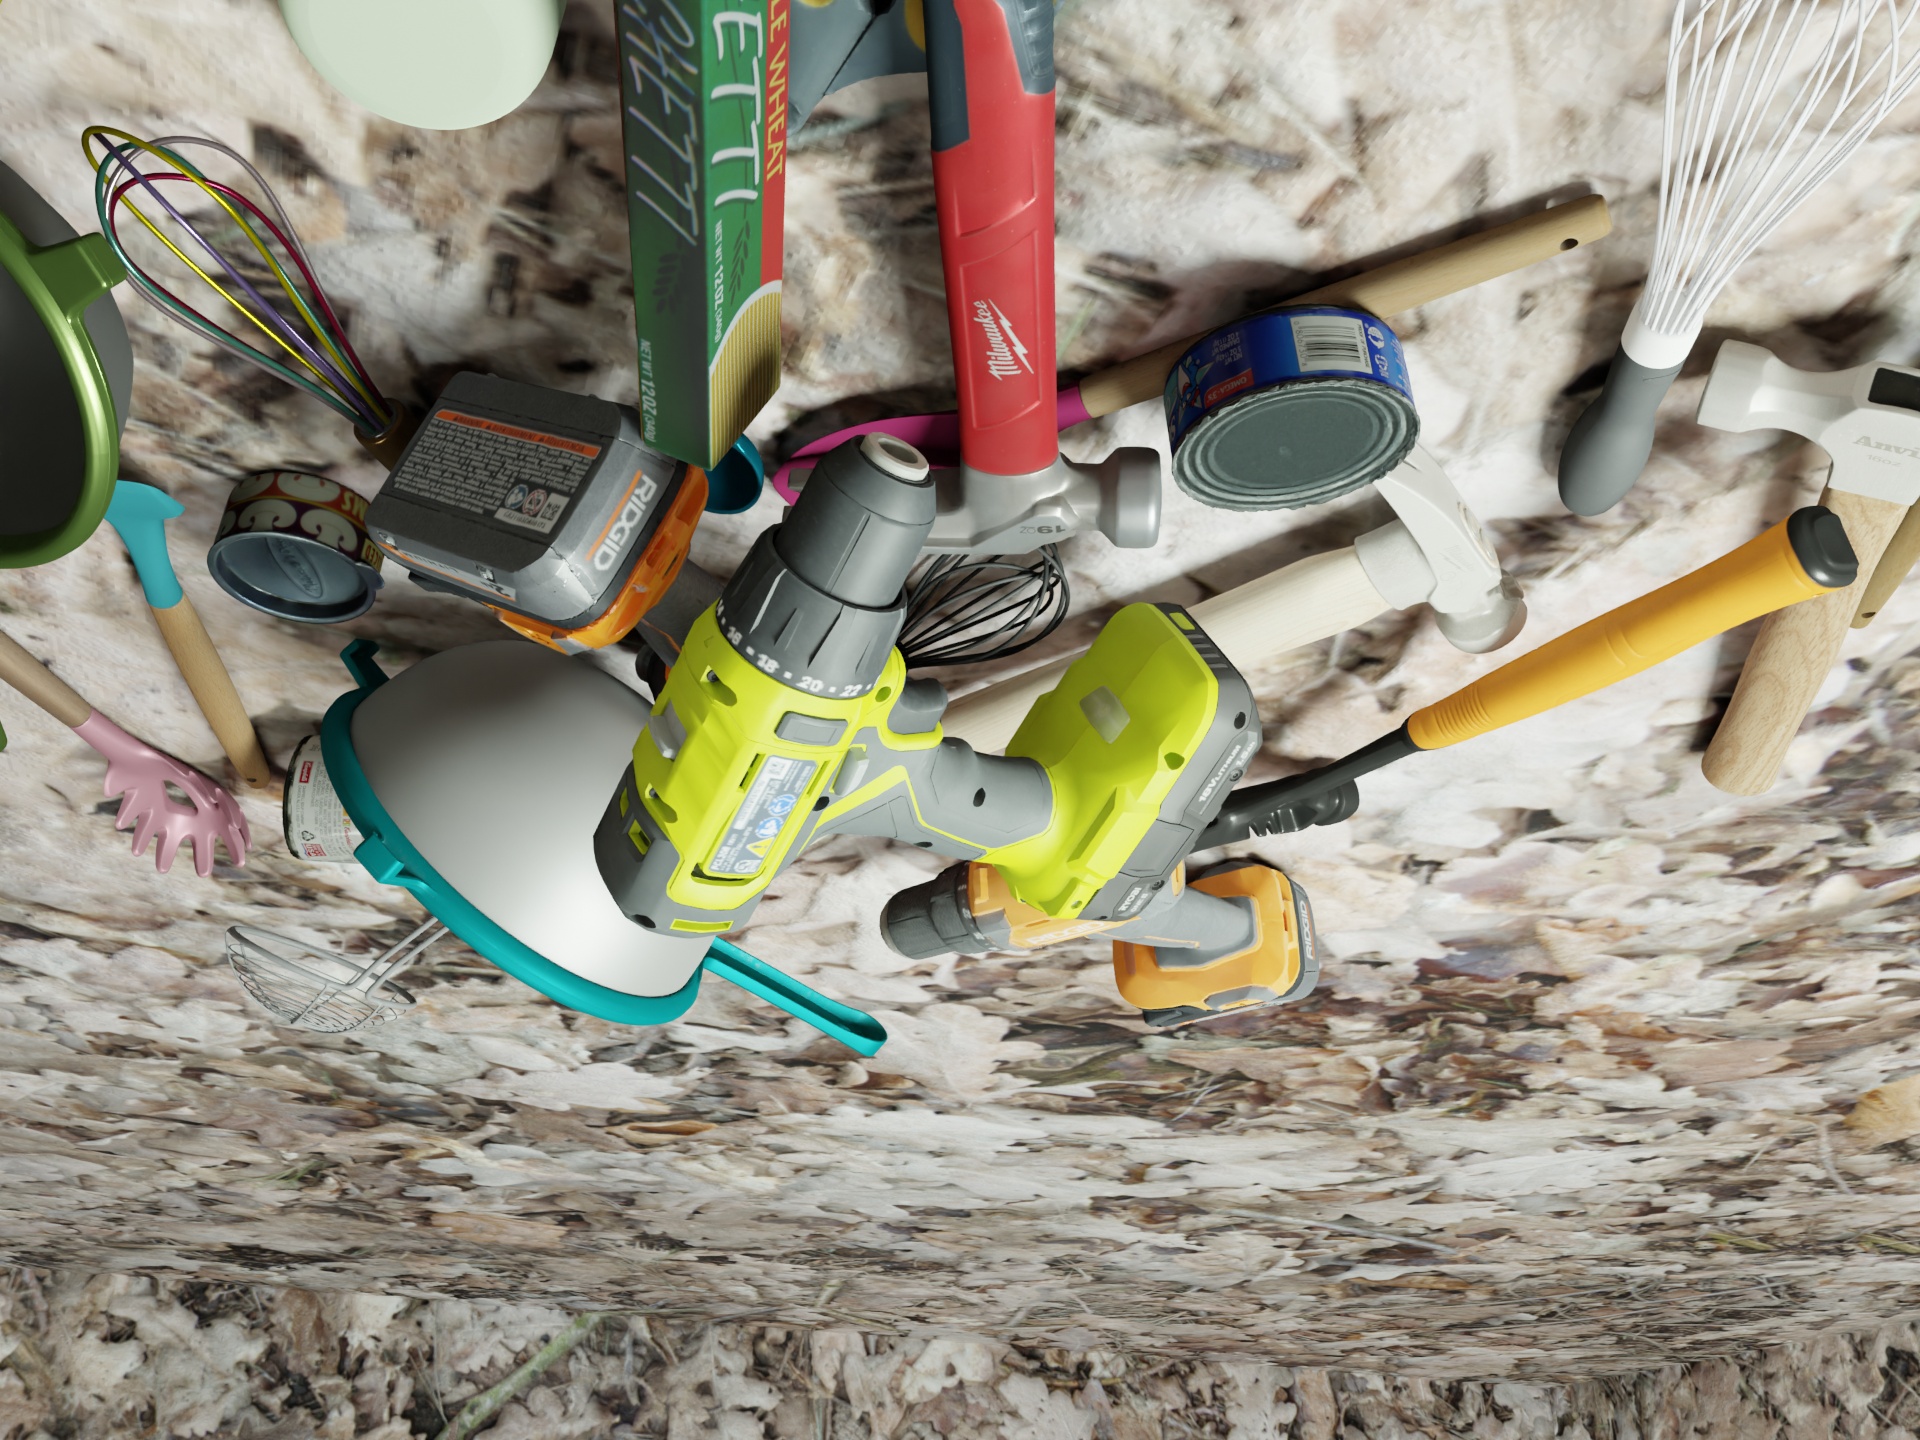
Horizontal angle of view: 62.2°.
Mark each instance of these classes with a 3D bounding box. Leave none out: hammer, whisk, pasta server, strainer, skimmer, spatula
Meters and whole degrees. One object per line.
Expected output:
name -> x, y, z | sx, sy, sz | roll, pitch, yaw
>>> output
hammer -> -0.007, -0.172, 0.448 | 0.143, 0.038, 0.386 | 1, 150, 5
hammer -> 0.037, -0.015, 0.735 | 0.410, 0.038, 0.146 | -22, 142, 29
whisk -> -0.222, -0.120, 0.576 | 0.047, 0.051, 0.244 | -13, 151, 11
hammer -> 0.362, -0.040, 0.676 | 0.130, 0.031, 0.331 | 20, 162, 23
pasta server -> -0.449, -0.010, 0.776 | 0.060, 0.040, 0.315 | -15, 147, 3
strainer -> -0.132, 0.063, 0.761 | 0.095, 0.211, 0.340 | -47, 125, 8
skimmer -> -0.322, 0.102, 0.976 | 0.363, 0.090, 0.127 | -33, 134, 29
whisk -> 0.232, -0.145, 0.507 | 0.070, 0.070, 0.284 | -2, 155, 5
strainer -> -0.336, -0.092, 0.549 | 0.151, 0.069, 0.256 | 24, 130, 3
whisk -> -0.036, -0.030, 0.724 | 0.055, 0.055, 0.239 | 23, 148, -33
spatula -> -0.361, -0.034, 0.726 | 0.082, 0.044, 0.317 | 5, 151, -6
hammer -> 0.223, -0.006, 0.693 | 0.127, 0.034, 0.337 | -8, 164, -33

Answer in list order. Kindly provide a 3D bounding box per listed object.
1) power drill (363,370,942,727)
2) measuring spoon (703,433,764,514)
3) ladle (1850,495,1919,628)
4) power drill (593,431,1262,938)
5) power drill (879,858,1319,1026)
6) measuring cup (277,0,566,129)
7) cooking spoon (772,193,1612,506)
power drill -> -0.123, -0.043, 0.644 | 0.164, 0.084, 0.226 | 18, 164, 36
measuring spoon -> -0.088, -0.129, 0.586 | 0.042, 0.021, 0.128 | 16, 140, 2
ladle -> 0.374, -0.108, 0.566 | 0.078, 0.062, 0.319 | -2, 153, 9
power drill -> -0.001, -0.002, 0.585 | 0.228, 0.080, 0.190 | 8, 125, -38
power drill -> 0.082, 0.119, 0.920 | 0.185, 0.084, 0.226 | -21, 149, 34
measuring cup -> -0.146, -0.221, 0.399 | 0.083, 0.038, 0.167 | 3, 152, -3
cooking spoon -> 0.070, -0.126, 0.579 | 0.319, 0.017, 0.068 | -15, 149, 26
